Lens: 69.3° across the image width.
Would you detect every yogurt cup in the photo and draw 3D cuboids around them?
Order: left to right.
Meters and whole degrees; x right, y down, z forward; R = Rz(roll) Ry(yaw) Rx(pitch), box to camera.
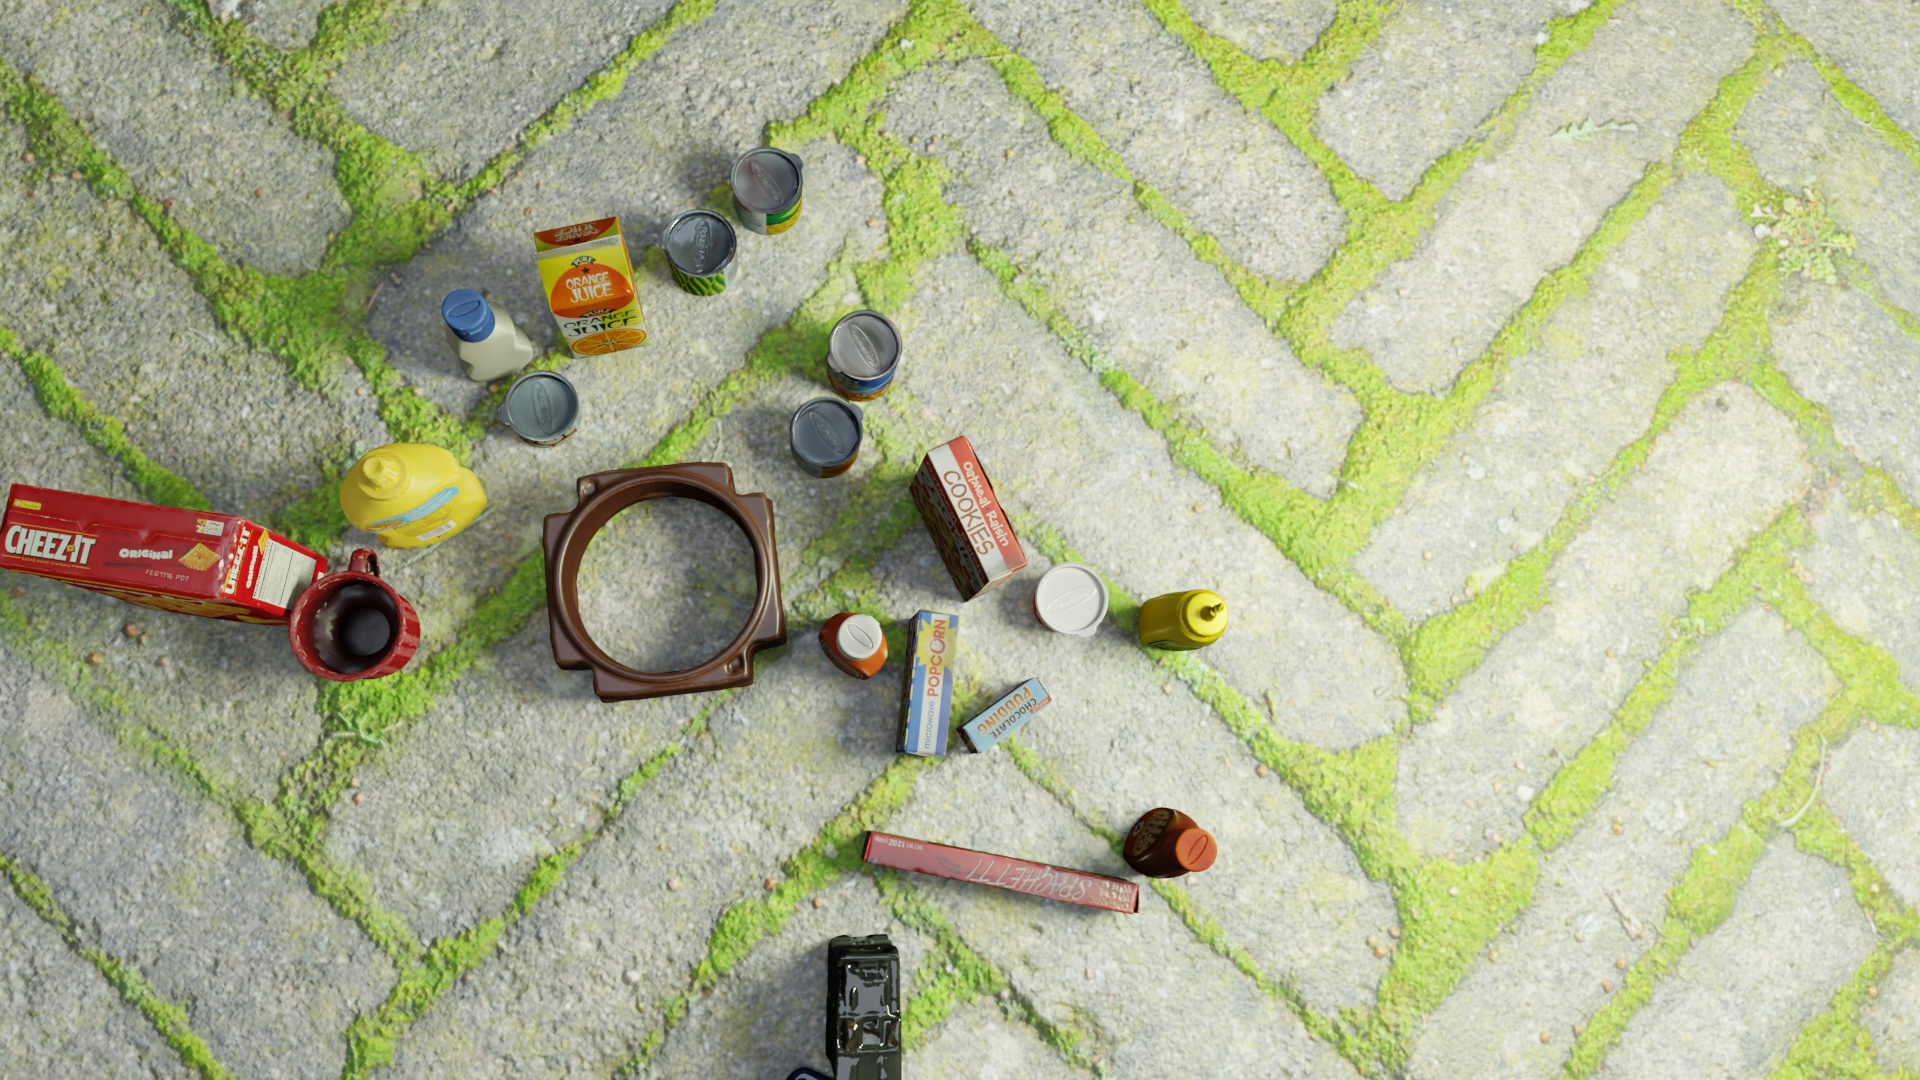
[{"bbox_3d":[0.099,0.057,1.290,0.072,0.054,0.072,1,81,-7],"label":"yogurt cup"}]

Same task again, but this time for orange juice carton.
[{"bbox_3d":[-0.321,-0.224,1.211,0.072,0.192,0.073,-13,83,-9],"label":"orange juice carton"}]

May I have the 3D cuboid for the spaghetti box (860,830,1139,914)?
[{"bbox_3d":[0.036,0.297,1.243,0.250,0.050,0.029,12,80,-5],"label":"spaghetti box"}]

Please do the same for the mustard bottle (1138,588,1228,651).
[{"bbox_3d":[0.206,0.071,1.248,0.065,0.160,0.049,7,80,-6],"label":"mustard bottle"}]

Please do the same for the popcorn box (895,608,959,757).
[{"bbox_3d":[-0.030,0.130,1.244,0.038,0.085,0.127,7,80,-6],"label":"popcorn box"}]

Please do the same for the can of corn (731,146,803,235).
[{"bbox_3d":[-0.181,-0.332,1.317,0.071,0.058,0.071,1,81,-7],"label":"can of corn"}]

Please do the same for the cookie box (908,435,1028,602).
[{"bbox_3d":[0.004,-0.015,1.232,0.040,0.167,0.123,-25,85,-11],"label":"cookie box"}]

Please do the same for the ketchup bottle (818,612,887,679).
[{"bbox_3d":[-0.091,0.089,1.211,0.065,0.148,0.043,42,78,0],"label":"ketchup bottle"}]

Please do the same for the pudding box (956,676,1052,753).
[{"bbox_3d":[0.040,0.160,1.267,0.084,0.049,0.030,-34,87,-12],"label":"pudding box"}]

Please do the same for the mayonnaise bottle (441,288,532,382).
[{"bbox_3d":[-0.417,-0.180,1.213,0.065,0.148,0.041,-26,85,-11],"label":"mayonnaise bottle"}]

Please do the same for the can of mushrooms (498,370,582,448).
[{"bbox_3d":[-0.382,-0.119,1.266,0.071,0.033,0.071,1,80,-7],"label":"can of mushrooms"}]

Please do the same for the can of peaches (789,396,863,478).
[{"bbox_3d":[-0.123,-0.096,1.284,0.071,0.058,0.071,1,81,-7],"label":"can of peaches"}]

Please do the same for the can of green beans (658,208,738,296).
[{"bbox_3d":[-0.241,-0.268,1.298,0.071,0.057,0.071,1,81,-7],"label":"can of green beans"}]

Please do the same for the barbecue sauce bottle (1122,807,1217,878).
[{"bbox_3d":[0.186,0.267,1.218,0.043,0.148,0.065,37,78,0],"label":"barbecue sauce bottle"}]

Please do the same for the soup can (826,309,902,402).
[{"bbox_3d":[-0.093,-0.168,1.288,0.071,0.083,0.071,1,81,-7],"label":"soup can"}]
